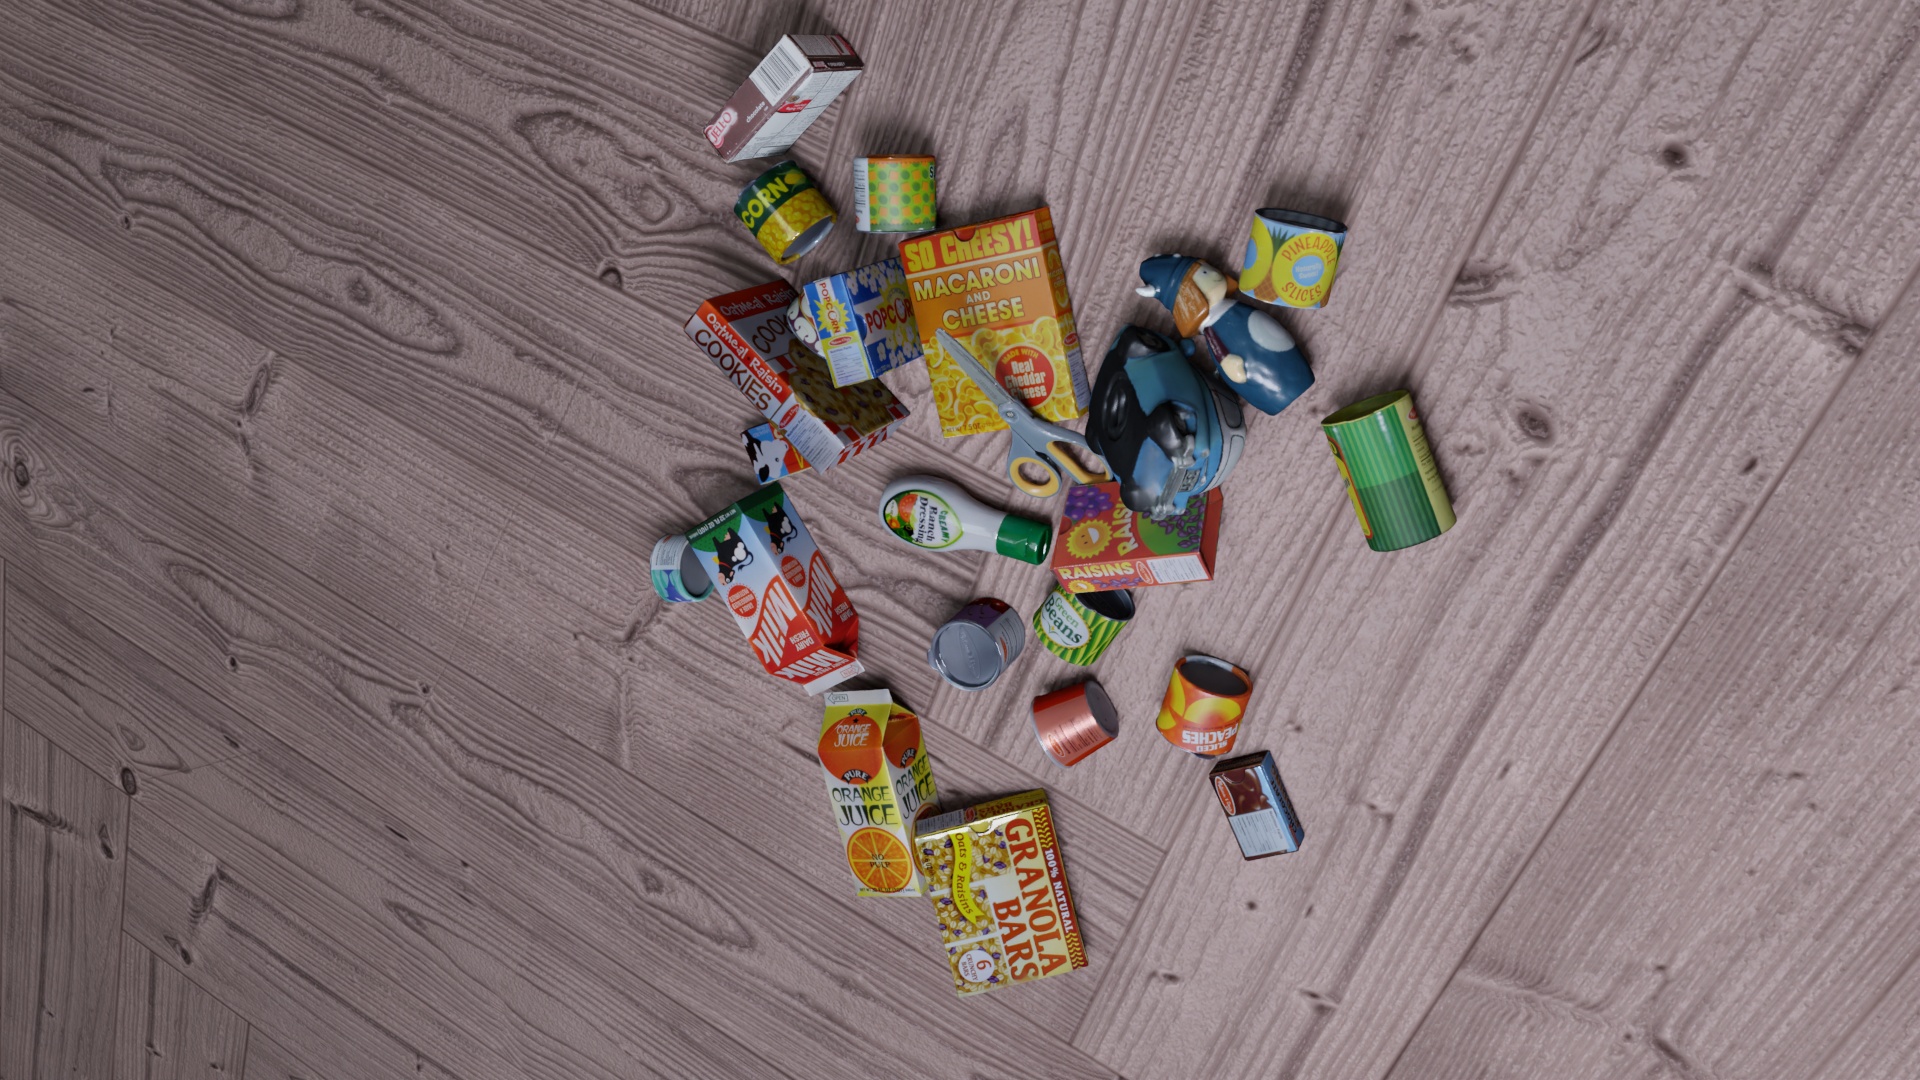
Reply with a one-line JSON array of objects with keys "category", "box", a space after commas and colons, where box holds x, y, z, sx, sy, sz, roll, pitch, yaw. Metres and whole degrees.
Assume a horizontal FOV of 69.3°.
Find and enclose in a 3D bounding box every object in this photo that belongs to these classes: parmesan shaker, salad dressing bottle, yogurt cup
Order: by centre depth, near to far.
[{"category": "parmesan shaker", "box": [0.312, -0.050, 1.012, 0.071, 0.071, 0.103, -18, 99, 29]}, {"category": "salad dressing bottle", "box": [0.004, -0.015, 1.187, 0.148, 0.044, 0.064, 15, 115, 20]}, {"category": "yogurt cup", "box": [0.099, 0.155, 1.190, 0.054, 0.072, 0.072, -29, 94, 22]}]

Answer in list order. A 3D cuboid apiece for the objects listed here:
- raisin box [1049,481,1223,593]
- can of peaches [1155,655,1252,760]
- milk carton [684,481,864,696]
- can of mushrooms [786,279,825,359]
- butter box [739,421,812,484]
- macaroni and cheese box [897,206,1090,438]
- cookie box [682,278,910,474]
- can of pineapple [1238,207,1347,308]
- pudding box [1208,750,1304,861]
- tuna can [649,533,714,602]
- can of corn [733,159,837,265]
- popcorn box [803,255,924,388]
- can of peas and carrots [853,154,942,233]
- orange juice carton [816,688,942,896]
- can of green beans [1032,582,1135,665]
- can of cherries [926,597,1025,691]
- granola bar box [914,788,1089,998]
[{"category": "raisin box", "box": [0.140, -0.006, 1.099, 0.123, 0.086, 0.040, -7, 140, 27]}, {"category": "can of peaches", "box": [0.199, 0.135, 1.131, 0.071, 0.071, 0.057, 22, 115, 17]}, {"category": "milk carton", "box": [-0.161, 0.050, 1.272, 0.072, 0.074, 0.190, -28, 95, 30]}, {"category": "can of mushrooms", "box": [-0.112, -0.188, 1.170, 0.071, 0.071, 0.033, 49, 120, 3]}, {"category": "butter box", "box": [-0.144, -0.089, 1.244, 0.103, 0.024, 0.053, -16, 101, 29]}, {"category": "macaroni and cheese box", "box": [0.029, -0.174, 1.123, 0.123, 0.040, 0.166, -7, 105, 26]}, {"category": "cookie box", "box": [-0.135, -0.141, 1.164, 0.167, 0.123, 0.040, 46, 120, 4]}, {"category": "can of pineapple", "box": [0.238, -0.202, 0.996, 0.071, 0.071, 0.057, 18, 115, 19]}, {"category": "pudding box", "box": [0.248, 0.222, 1.161, 0.049, 0.030, 0.083, -20, 98, 31]}, {"category": "tuna can", "box": [-0.260, 0.028, 1.317, 0.033, 0.071, 0.071, -2, 107, 25]}, {"category": "can of corn", "box": [-0.146, -0.272, 1.154, 0.071, 0.071, 0.058, -40, 89, 31]}, {"category": "popcorn box", "box": [-0.072, -0.178, 1.119, 0.038, 0.127, 0.085, -11, 103, 24]}, {"category": "can of peas and carrots", "box": [-0.050, -0.278, 1.111, 0.071, 0.071, 0.058, 7, 110, 23]}, {"category": "orange juice carton", "box": [-0.073, 0.228, 1.291, 0.072, 0.073, 0.192, -8, 104, 28]}, {"category": "can of green beans", "box": [0.102, 0.062, 1.154, 0.071, 0.071, 0.057, 40, 120, 8]}, {"category": "can of cherries", "box": [0.014, 0.089, 1.211, 0.071, 0.058, 0.071, 9, 112, 22]}, {"category": "granola bar box", "box": [0.037, 0.322, 1.262, 0.124, 0.039, 0.165, -15, 102, 1]}]
